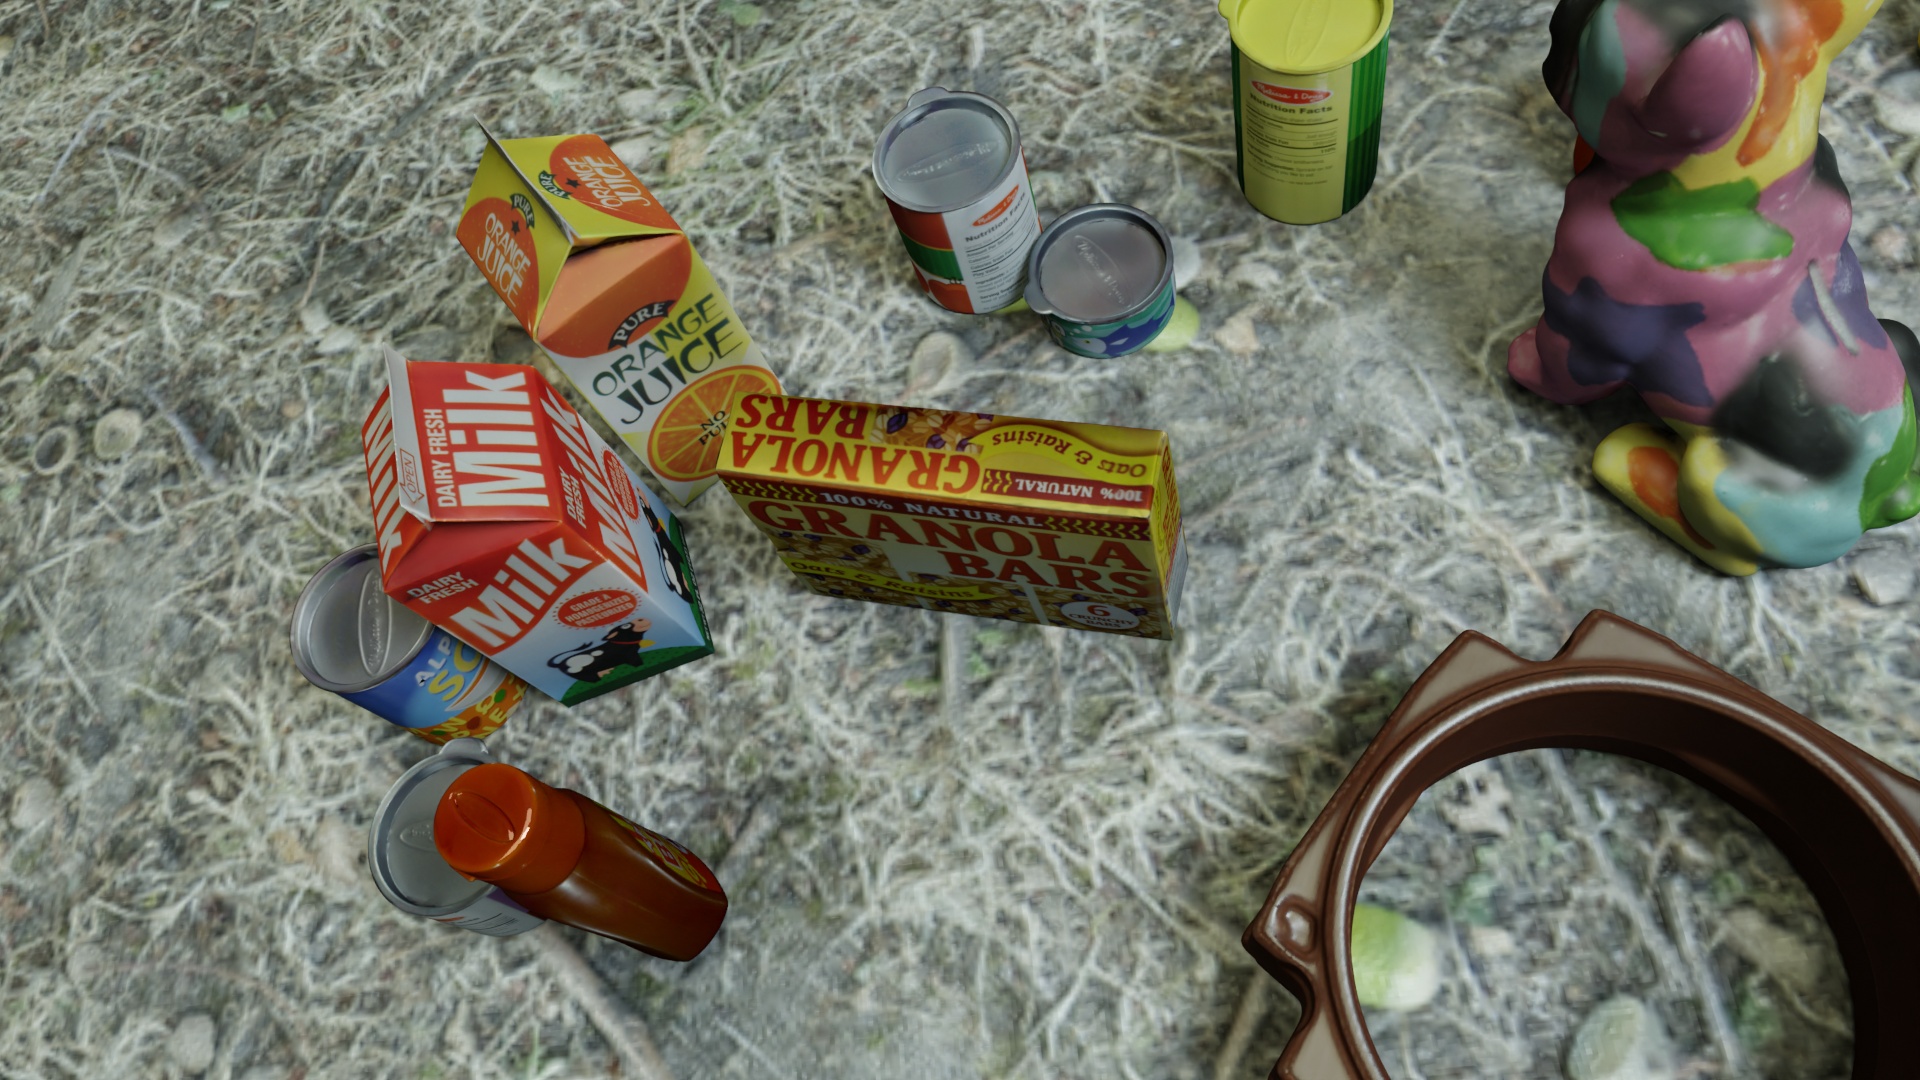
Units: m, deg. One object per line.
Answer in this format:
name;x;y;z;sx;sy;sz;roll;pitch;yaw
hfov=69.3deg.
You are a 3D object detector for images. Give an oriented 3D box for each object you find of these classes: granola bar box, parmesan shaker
granola bar box;0.002;-0.007;0.551;0.165;0.124;0.039;7;68;16
parmesan shaker;0.152;-0.199;0.618;0.071;0.102;0.071;-5;65;11

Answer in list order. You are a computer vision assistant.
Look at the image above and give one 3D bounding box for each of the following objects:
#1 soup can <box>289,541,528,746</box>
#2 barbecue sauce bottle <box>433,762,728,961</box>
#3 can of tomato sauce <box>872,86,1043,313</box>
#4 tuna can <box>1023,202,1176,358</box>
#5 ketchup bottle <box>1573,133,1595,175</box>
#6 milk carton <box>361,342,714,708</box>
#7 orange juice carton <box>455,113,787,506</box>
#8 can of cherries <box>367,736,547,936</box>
soup can;-0.232;0.046;0.602;0.071;0.083;0.071;-5;65;11
barbecue sauce bottle;-0.139;0.119;0.511;0.065;0.148;0.044;29;75;23
can of tomato sauce;0.001;-0.156;0.643;0.071;0.083;0.071;-5;65;11
tuna can;0.064;-0.118;0.640;0.071;0.032;0.071;-5;65;11
ketchup bottle;0.293;-0.197;0.560;0.065;0.148;0.044;-9;65;9
milk carton;-0.171;-0.003;0.551;0.073;0.190;0.072;-21;63;3
orange juice carton;-0.142;-0.098;0.587;0.073;0.192;0.072;-38;64;-6
can of cherries;-0.196;0.123;0.572;0.071;0.058;0.072;-5;65;11
